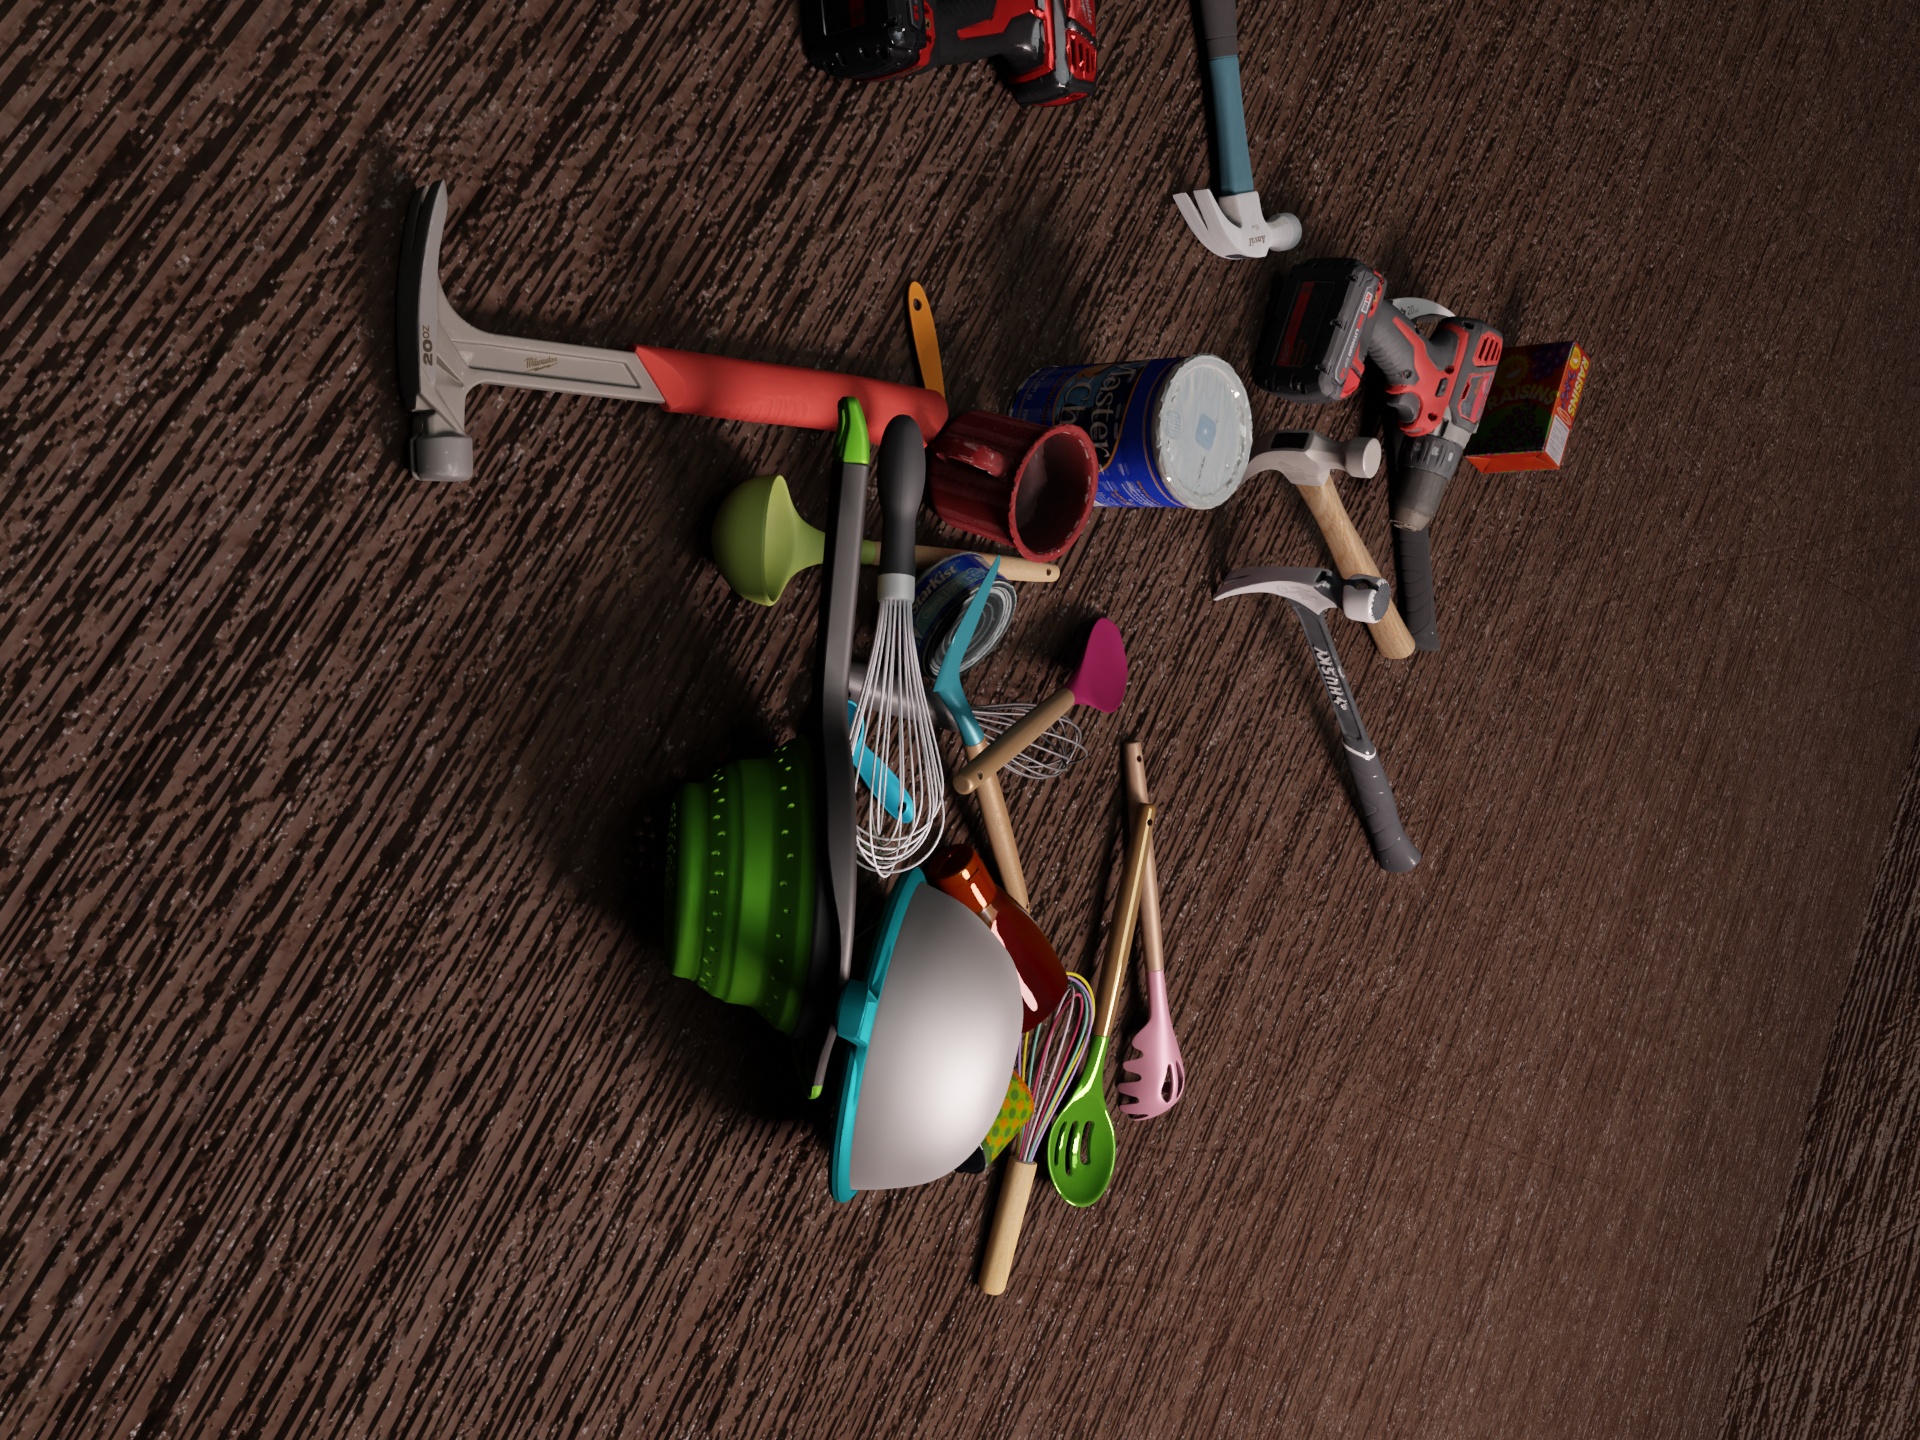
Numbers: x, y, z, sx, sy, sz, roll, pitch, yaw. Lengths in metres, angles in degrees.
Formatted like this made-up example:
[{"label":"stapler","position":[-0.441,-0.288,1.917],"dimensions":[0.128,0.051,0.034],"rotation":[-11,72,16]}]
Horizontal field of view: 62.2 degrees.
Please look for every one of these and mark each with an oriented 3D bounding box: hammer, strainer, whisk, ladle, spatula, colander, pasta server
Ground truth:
[{"label":"hammer","position":[0.200,-0.523,1.222],"dimensions":[0.128,0.033,0.331],"rotation":[-25,112,-41]},{"label":"strainer","position":[-0.014,0.188,0.934],"dimensions":[0.340,0.095,0.211],"rotation":[84,19,-76]},{"label":"hammer","position":[0.337,0.010,1.384],"dimensions":[0.036,0.149,0.408],"rotation":[-55,138,-23]},{"label":"whisk","position":[-0.040,-0.048,0.965],"dimensions":[0.070,0.070,0.285],"rotation":[10,79,-44]},{"label":"ladle","position":[-0.032,-0.107,1.038],"dimensions":[0.320,0.062,0.078],"rotation":[0,95,-47]},{"label":"hammer","position":[0.418,-0.223,1.474],"dimensions":[0.146,0.035,0.334],"rotation":[-25,112,-39]},{"label":"spatula","position":[0.023,0.033,1.068],"dimensions":[0.317,0.044,0.082],"rotation":[74,32,-42]},{"label":"whisk","position":[0.056,0.309,1.191],"dimensions":[0.047,0.051,0.245],"rotation":[17,87,-50]},{"label":"colander","position":[-0.114,0.013,0.906],"dimensions":[0.094,0.205,0.397],"rotation":[4,100,-13]},{"label":"hammer","position":[-0.149,-0.204,0.923],"dimensions":[0.359,0.037,0.149],"rotation":[-3,98,-43]},{"label":"whisk","position":[-0.001,-0.003,1.089],"dimensions":[0.238,0.055,0.055],"rotation":[18,83,-40]},{"label":"pasta server","position":[0.146,0.171,1.272],"dimensions":[0.060,0.040,0.316],"rotation":[-14,101,-42]},{"label":"hammer","position":[0.330,-0.144,1.360],"dimensions":[0.331,0.130,0.031],"rotation":[45,64,-50]}]

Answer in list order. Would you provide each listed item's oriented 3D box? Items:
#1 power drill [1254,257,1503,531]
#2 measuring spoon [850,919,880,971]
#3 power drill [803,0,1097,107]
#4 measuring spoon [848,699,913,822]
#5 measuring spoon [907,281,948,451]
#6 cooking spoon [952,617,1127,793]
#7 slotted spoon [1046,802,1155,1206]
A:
[{"label":"power drill","position":[0.357,-0.275,1.349],"dimensions":[0.226,0.080,0.188],"rotation":[15,95,-36]},{"label":"measuring spoon","position":[-0.078,0.157,1.061],"dimensions":[0.124,0.018,0.034],"rotation":[-30,114,-45]},{"label":"power drill","position":[0.004,-0.472,1.010],"dimensions":[0.219,0.079,0.143],"rotation":[-17,108,-45]},{"label":"measuring spoon","position":[-0.066,0.029,1.054],"dimensions":[0.042,0.021,0.128],"rotation":[-54,138,-18]},{"label":"measuring spoon","position":[-0.023,-0.233,1.062],"dimensions":[0.021,0.011,0.117],"rotation":[-23,108,-43]},{"label":"cooking spoon","position":[0.063,-0.009,1.096],"dimensions":[0.319,0.017,0.068],"rotation":[-37,116,-61]},{"label":"slotted spoon","position":[0.115,0.218,1.234],"dimensions":[0.070,0.031,0.314],"rotation":[12,89,-35]}]
